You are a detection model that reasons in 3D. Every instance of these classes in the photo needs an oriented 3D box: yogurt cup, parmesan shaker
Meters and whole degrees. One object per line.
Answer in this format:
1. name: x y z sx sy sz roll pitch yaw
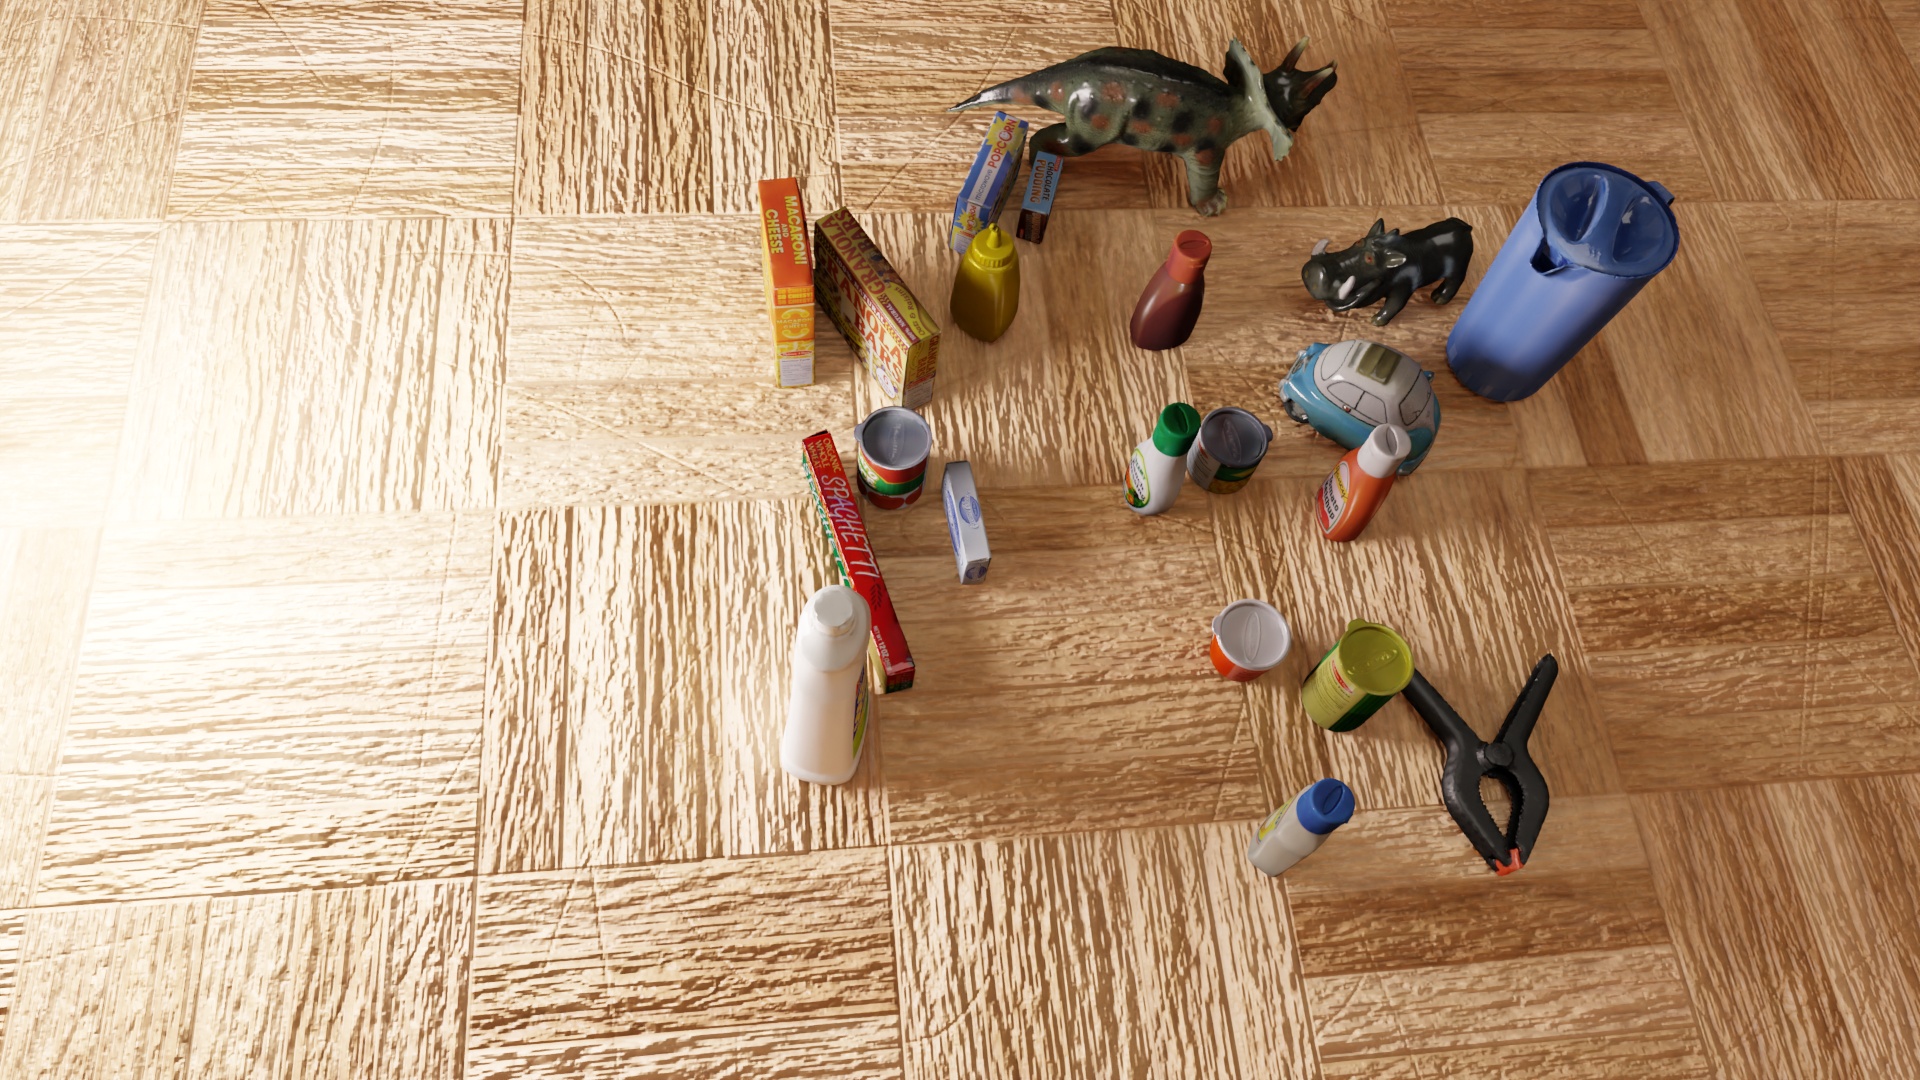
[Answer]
1. yogurt cup: 0.258 0.093 1.252 0.072 0.053 0.072 3 64 -5
2. parmesan shaker: 0.346 0.119 1.221 0.071 0.102 0.071 3 64 -5

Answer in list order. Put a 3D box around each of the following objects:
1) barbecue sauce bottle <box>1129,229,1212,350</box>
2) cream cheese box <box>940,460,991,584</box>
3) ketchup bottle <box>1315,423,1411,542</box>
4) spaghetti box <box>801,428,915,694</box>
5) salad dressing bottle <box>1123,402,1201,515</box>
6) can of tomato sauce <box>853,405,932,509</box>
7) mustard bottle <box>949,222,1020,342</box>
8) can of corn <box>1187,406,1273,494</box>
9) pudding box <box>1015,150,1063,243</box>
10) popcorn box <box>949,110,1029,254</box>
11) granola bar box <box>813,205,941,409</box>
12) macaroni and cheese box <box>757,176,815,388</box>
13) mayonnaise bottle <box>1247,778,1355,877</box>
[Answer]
1. barbecue sauce bottle: 0.211 -0.244 1.360 0.065 0.148 0.044 -11 66 -11
2. cream cheese box: 0.005 -0.016 1.278 0.024 0.053 0.104 -8 65 -10
3. ketchup bottle: 0.373 -0.056 1.286 0.043 0.148 0.065 0 64 -6
4. spaghetti box: -0.094 0.017 1.253 0.029 0.050 0.251 -16 67 -13
5. salad dressing bottle: 0.186 -0.075 1.275 0.044 0.147 0.064 -8 65 -10
6. can of tomato sauce: -0.064 -0.075 1.283 0.071 0.082 0.071 3 64 -5
7. mustard bottle: 0.028 -0.255 1.339 0.065 0.159 0.049 31 65 9
8. can of corn: 0.259 -0.086 1.338 0.071 0.058 0.071 3 64 -5
9. pudding box: 0.083 -0.361 1.459 0.030 0.049 0.084 15 63 1
10. popcorn box: 0.029 -0.367 1.436 0.038 0.085 0.127 20 64 4
11. granola bar box: -0.083 -0.217 1.328 0.039 0.123 0.166 -30 71 -18
12. macaroni and cheese box: -0.162 -0.240 1.307 0.040 0.165 0.124 -7 65 -9
13. mayonnaise bottle: 0.280 0.231 1.134 0.041 0.147 0.065 36 66 11
